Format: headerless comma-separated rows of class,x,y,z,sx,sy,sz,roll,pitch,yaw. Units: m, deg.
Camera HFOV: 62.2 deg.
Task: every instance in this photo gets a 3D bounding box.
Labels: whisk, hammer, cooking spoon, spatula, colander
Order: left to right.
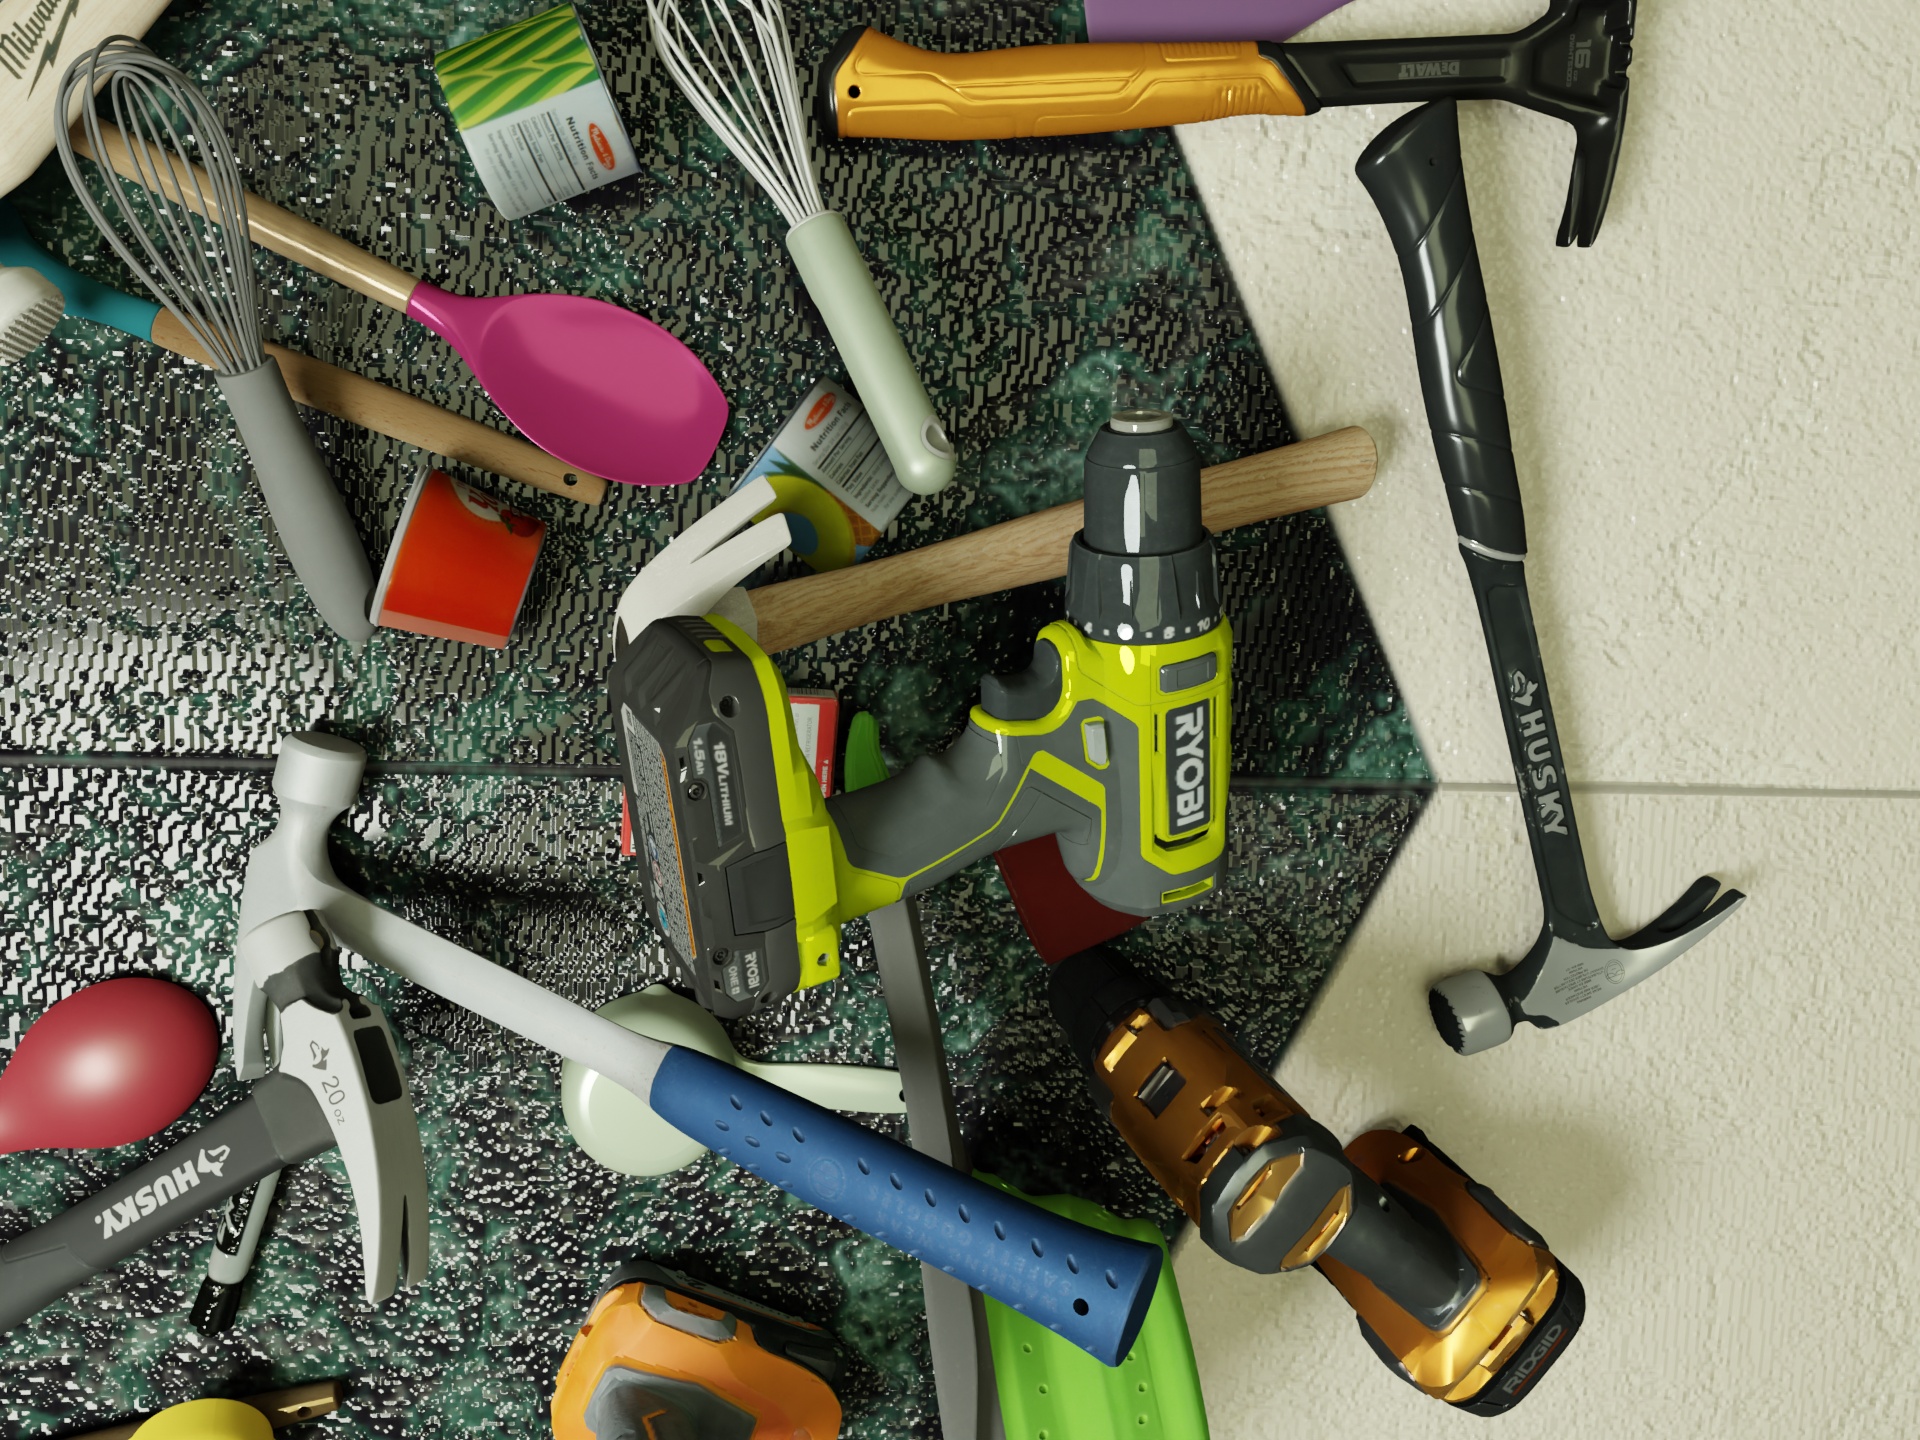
hammer,-0.356,0.218,0.635,0.335,0.035,0.146,-31,79,12
hammer,-0.275,-0.331,0.585,0.146,0.038,0.410,41,85,-13
spatula,-0.294,-0.146,0.627,0.317,0.044,0.082,20,92,-10
whisk,-0.268,-0.130,0.595,0.055,0.055,0.238,-14,125,-4
cooking spoon,-0.244,-0.183,0.641,0.318,0.017,0.069,26,86,-10
hammer,-0.120,0.134,0.594,0.406,0.035,0.144,20,97,22
whisk,-0.062,-0.199,0.624,0.059,0.058,0.246,-28,85,36
hammer,0.024,-0.069,0.639,0.331,0.130,0.031,-17,62,-18
colander,0.031,0.184,0.646,0.094,0.204,0.397,-11,84,2
hammer,0.110,-0.256,0.658,0.337,0.034,0.127,-3,109,-4
spatula,0.207,-0.323,0.673,0.316,0.018,0.059,-8,103,-5
hammer,0.239,-0.057,0.687,0.149,0.036,0.408,-18,105,-6

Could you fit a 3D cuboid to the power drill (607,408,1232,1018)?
power drill,-0.001,-0.002,0.570,0.228,0.080,0.190,-15,116,-24

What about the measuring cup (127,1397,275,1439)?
measuring cup,-0.340,0.362,0.687,0.062,0.029,0.156,14,108,-27

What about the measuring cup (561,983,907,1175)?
measuring cup,-0.091,0.164,0.697,0.167,0.038,0.083,6,97,-9

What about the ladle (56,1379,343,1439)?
ladle,-0.429,0.334,0.674,0.320,0.062,0.078,-11,112,-8

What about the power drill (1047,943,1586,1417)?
power drill,0.140,0.186,0.680,0.226,0.185,0.084,37,93,-29

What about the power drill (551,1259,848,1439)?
power drill,-0.092,0.315,0.622,0.164,0.226,0.084,25,95,-10

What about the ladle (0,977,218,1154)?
ladle,-0.461,0.199,0.666,0.315,0.031,0.069,-27,101,-1
